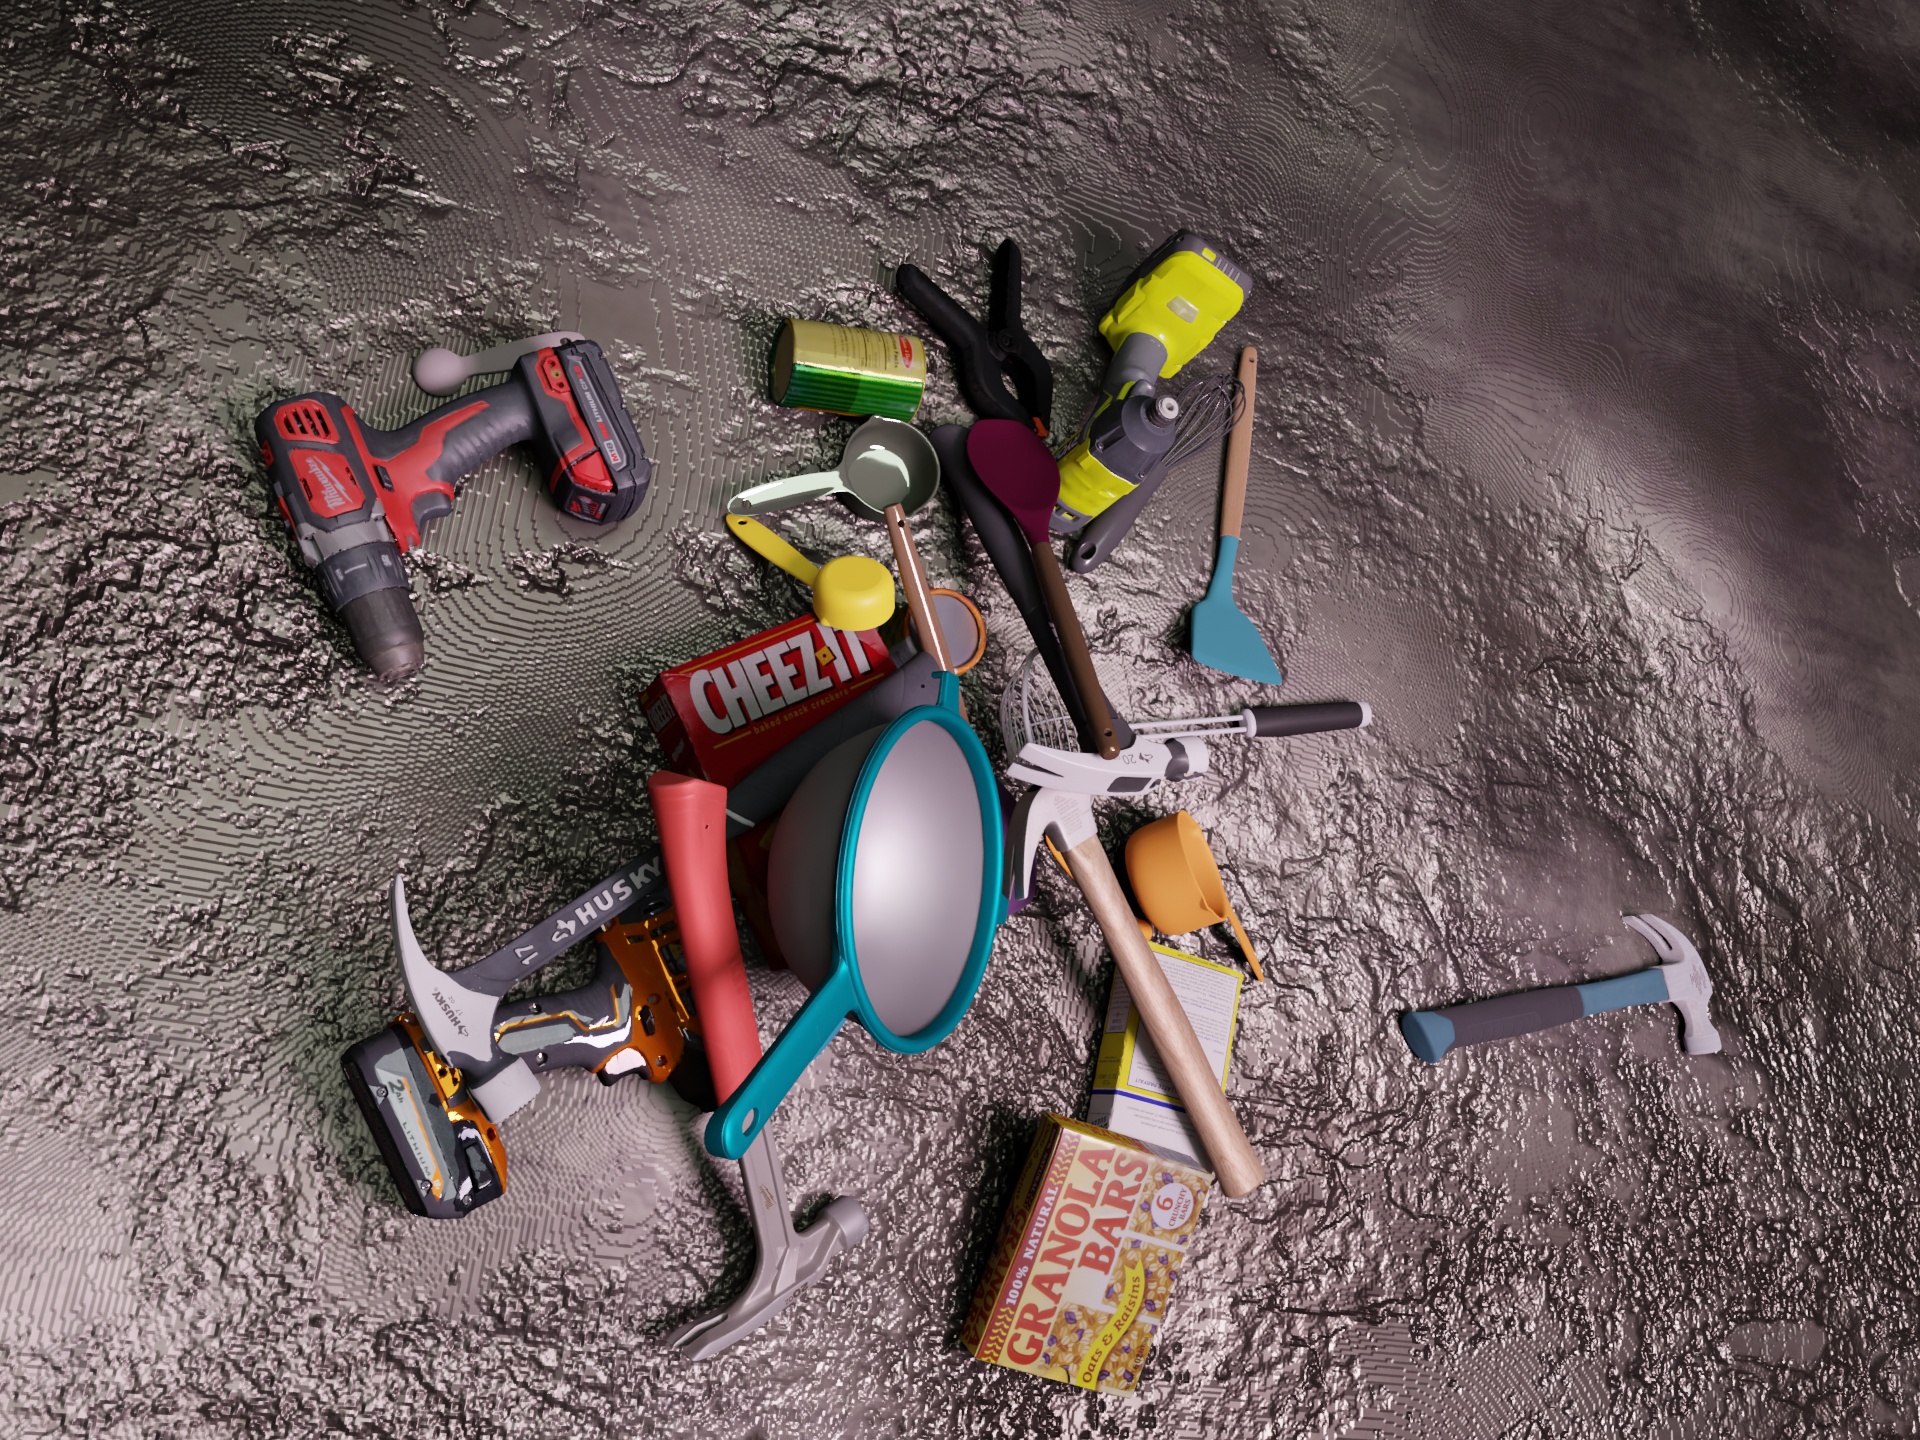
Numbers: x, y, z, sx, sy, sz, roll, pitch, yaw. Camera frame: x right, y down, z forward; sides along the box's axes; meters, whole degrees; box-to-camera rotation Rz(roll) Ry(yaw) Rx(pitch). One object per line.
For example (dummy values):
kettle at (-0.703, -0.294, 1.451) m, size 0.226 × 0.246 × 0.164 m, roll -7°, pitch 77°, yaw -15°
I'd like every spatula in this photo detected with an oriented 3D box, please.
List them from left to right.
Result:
spatula at (-0.002, -0.004, 1.131) m, size 0.060 × 0.018 × 0.315 m, roll -27°, pitch 109°, yaw -27°
spatula at (0.234, -0.178, 1.325) m, size 0.082 × 0.044 × 0.318 m, roll 15°, pitch 70°, yaw -17°

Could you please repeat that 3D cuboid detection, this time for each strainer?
strainer at (-0.083, 0.126, 0.934) m, size 0.340 × 0.095 × 0.210 m, roll -51°, pitch 136°, yaw -50°

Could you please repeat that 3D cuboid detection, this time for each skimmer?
skimmer at (0.189, 0.000, 1.230) m, size 0.363 × 0.090 × 0.127 m, roll -4°, pitch 78°, yaw -26°

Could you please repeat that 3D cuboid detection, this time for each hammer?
hammer at (-0.162, 0.066, 0.995) m, size 0.409 × 0.036 × 0.149 m, roll -36°, pitch 94°, yaw -31°
hammer at (-0.145, 0.203, 0.961) m, size 0.149 × 0.037 × 0.359 m, roll -25°, pitch 115°, yaw -40°
hammer at (0.048, -0.088, 1.151) m, size 0.146 × 0.035 × 0.335 m, roll -6°, pitch 56°, yaw -32°
hammer at (0.130, 0.188, 1.120) m, size 0.130 × 0.031 × 0.331 m, roll -29°, pitch 96°, yaw -29°
hammer at (0.512, 0.243, 1.349) m, size 0.331 × 0.033 × 0.128 m, roll -5°, pitch 80°, yaw -26°

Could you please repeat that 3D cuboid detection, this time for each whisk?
whisk at (0.161, -0.203, 1.299) m, size 0.055 × 0.055 × 0.239 m, roll 43°, pitch 68°, yaw -9°

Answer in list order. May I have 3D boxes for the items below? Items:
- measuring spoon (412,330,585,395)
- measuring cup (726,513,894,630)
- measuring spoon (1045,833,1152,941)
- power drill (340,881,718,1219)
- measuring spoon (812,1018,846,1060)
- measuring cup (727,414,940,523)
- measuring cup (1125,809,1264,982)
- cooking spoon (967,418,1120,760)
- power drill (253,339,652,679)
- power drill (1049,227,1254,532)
measuring spoon at (-0.317, -0.254, 1.103) m, size 0.124 × 0.018 × 0.034 m, roll -22°, pitch 86°, yaw -29°
measuring cup at (-0.110, -0.116, 1.113) m, size 0.157 × 0.029 × 0.062 m, roll 35°, pitch 51°, yaw 25°
measuring spoon at (0.106, 0.125, 1.204) m, size 0.117 × 0.011 × 0.021 m, roll 48°, pitch 63°, yaw -7°
power drill at (-0.242, 0.217, 0.983) m, size 0.226 × 0.084 × 0.164 m, roll -25°, pitch 89°, yaw -32°
measuring spoon at (-0.073, 0.188, 1.098) m, size 0.042 × 0.021 × 0.129 m, roll 44°, pitch 62°, yaw -8°
measuring cup at (-0.097, -0.172, 1.177) m, size 0.167 × 0.038 × 0.083 m, roll -18°, pitch 86°, yaw -22°
measuring cup at (0.178, 0.148, 1.211) m, size 0.173 × 0.052 × 0.095 m, roll 58°, pitch 20°, yaw -30°
cooking spoon at (0.063, -0.104, 1.136) m, size 0.068 × 0.017 × 0.319 m, roll -3°, pitch 54°, yaw -18°
power drill at (-0.321, -0.142, 1.042) m, size 0.226 × 0.080 × 0.188 m, roll -22°, pitch 86°, yaw -25°
power drill at (0.144, -0.266, 1.237) m, size 0.080 × 0.171 × 0.223 m, roll 32°, pitch 62°, yaw -14°
